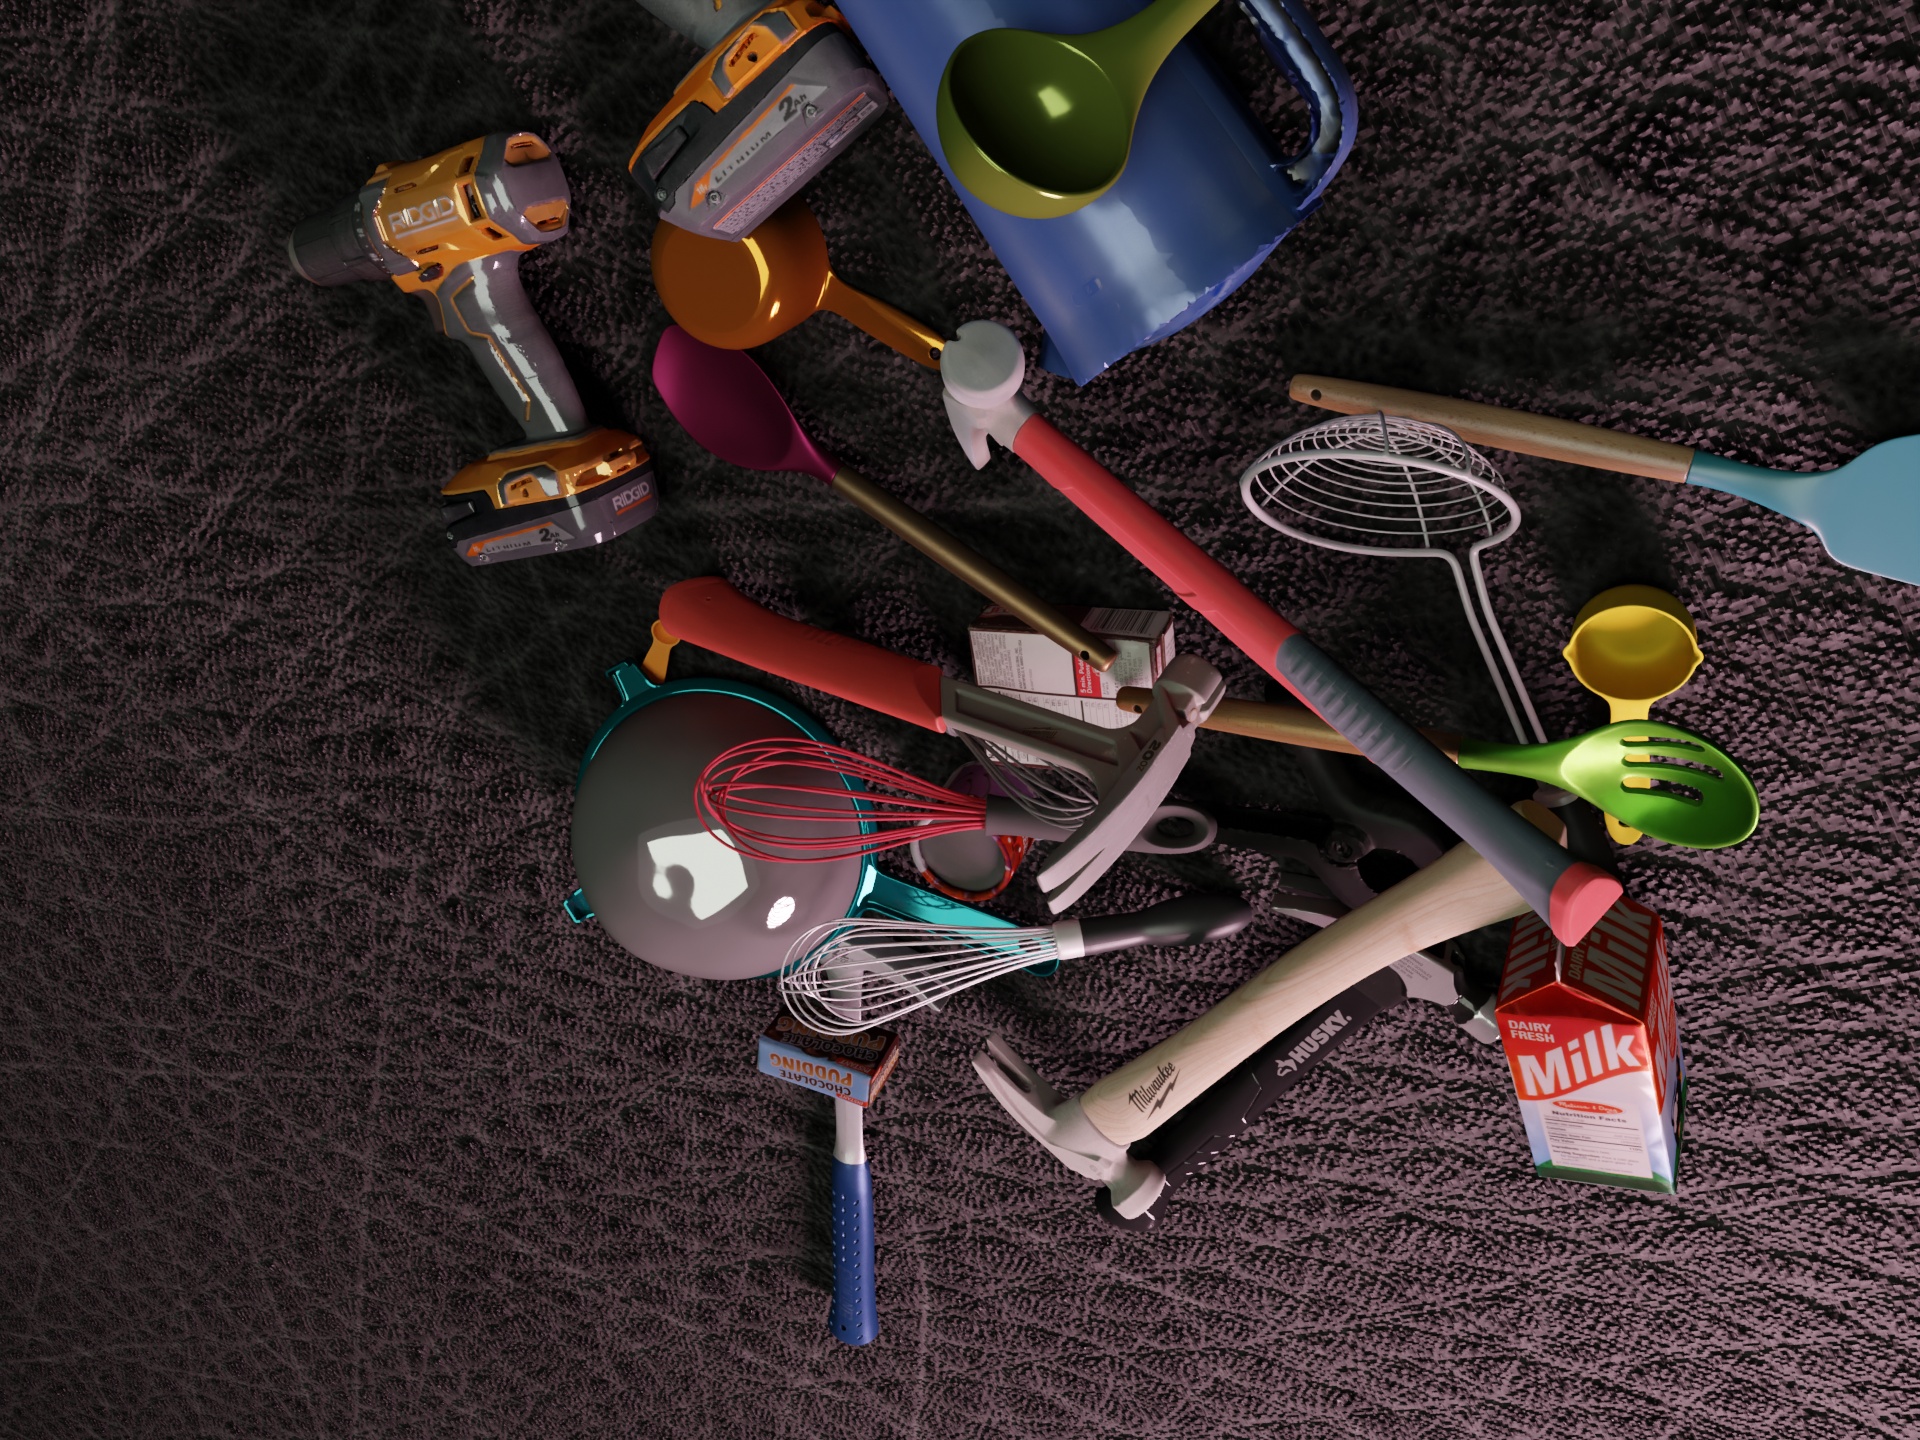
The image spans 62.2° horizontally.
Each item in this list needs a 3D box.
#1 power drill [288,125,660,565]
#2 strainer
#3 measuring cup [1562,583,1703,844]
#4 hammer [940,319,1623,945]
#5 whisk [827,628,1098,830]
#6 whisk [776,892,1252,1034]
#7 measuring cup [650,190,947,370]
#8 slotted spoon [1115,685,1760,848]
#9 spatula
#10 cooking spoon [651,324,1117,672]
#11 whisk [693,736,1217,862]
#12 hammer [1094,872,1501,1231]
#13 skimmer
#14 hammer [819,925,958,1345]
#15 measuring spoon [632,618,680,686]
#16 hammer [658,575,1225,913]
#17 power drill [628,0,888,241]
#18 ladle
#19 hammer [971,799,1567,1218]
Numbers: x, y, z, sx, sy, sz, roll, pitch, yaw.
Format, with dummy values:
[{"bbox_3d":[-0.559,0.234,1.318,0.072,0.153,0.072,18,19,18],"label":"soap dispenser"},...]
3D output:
[{"bbox_3d":[-0.285,-0.209,0.920,0.185,0.084,0.226,-5,112,28],"label":"power drill"},{"bbox_3d":[-0.105,0.106,0.990,0.340,0.095,0.211,19,112,10],"label":"strainer"},{"bbox_3d":[0.335,-0.002,0.796,0.062,0.029,0.156,3,132,23],"label":"measuring cup"},{"bbox_3d":[0.143,-0.037,0.753,0.386,0.143,0.038,42,88,9],"label":"hammer"},{"bbox_3d":[-0.002,-0.003,0.886,0.239,0.055,0.055,30,132,39],"label":"whisk"},{"bbox_3d":[0.032,0.134,0.941,0.284,0.070,0.070,-9,118,-1],"label":"whisk"},{"bbox_3d":[-0.084,-0.220,0.833,0.173,0.052,0.095,30,127,8],"label":"measuring cup"},{"bbox_3d":[0.218,0.009,0.775,0.314,0.031,0.070,10,134,31],"label":"slotted spoon"},{"bbox_3d":[0.308,-0.125,0.731,0.317,0.044,0.082,17,125,20],"label":"spatula"},{"bbox_3d":[-0.046,-0.121,0.877,0.319,0.017,0.068,36,128,12],"label":"cooking spoon"},{"bbox_3d":[-0.005,0.051,0.893,0.296,0.073,0.073,4,122,3],"label":"whisk"},{"bbox_3d":[0.179,0.226,0.993,0.146,0.035,0.334,36,127,1],"label":"hammer"},{"bbox_3d":[0.259,0.005,0.787,0.127,0.090,0.363,-4,121,53],"label":"skimmer"},{"bbox_3d":[-0.076,0.313,1.162,0.144,0.035,0.405,13,123,18],"label":"hammer"},{"bbox_3d":[-0.201,-0.025,1.035,0.021,0.011,0.116,25,130,-3],"label":"measuring spoon"},{"bbox_3d":[-0.044,-0.014,0.859,0.359,0.149,0.036,19,147,37],"label":"hammer"},{"bbox_3d":[-0.160,-0.340,0.748,0.164,0.084,0.226,-37,94,14],"label":"power drill"},{"bbox_3d":[0.123,-0.308,0.599,0.320,0.062,0.078,-39,90,6],"label":"ladle"},{"bbox_3d":[0.166,0.155,0.900,0.146,0.038,0.410,43,130,-1],"label":"hammer"}]
